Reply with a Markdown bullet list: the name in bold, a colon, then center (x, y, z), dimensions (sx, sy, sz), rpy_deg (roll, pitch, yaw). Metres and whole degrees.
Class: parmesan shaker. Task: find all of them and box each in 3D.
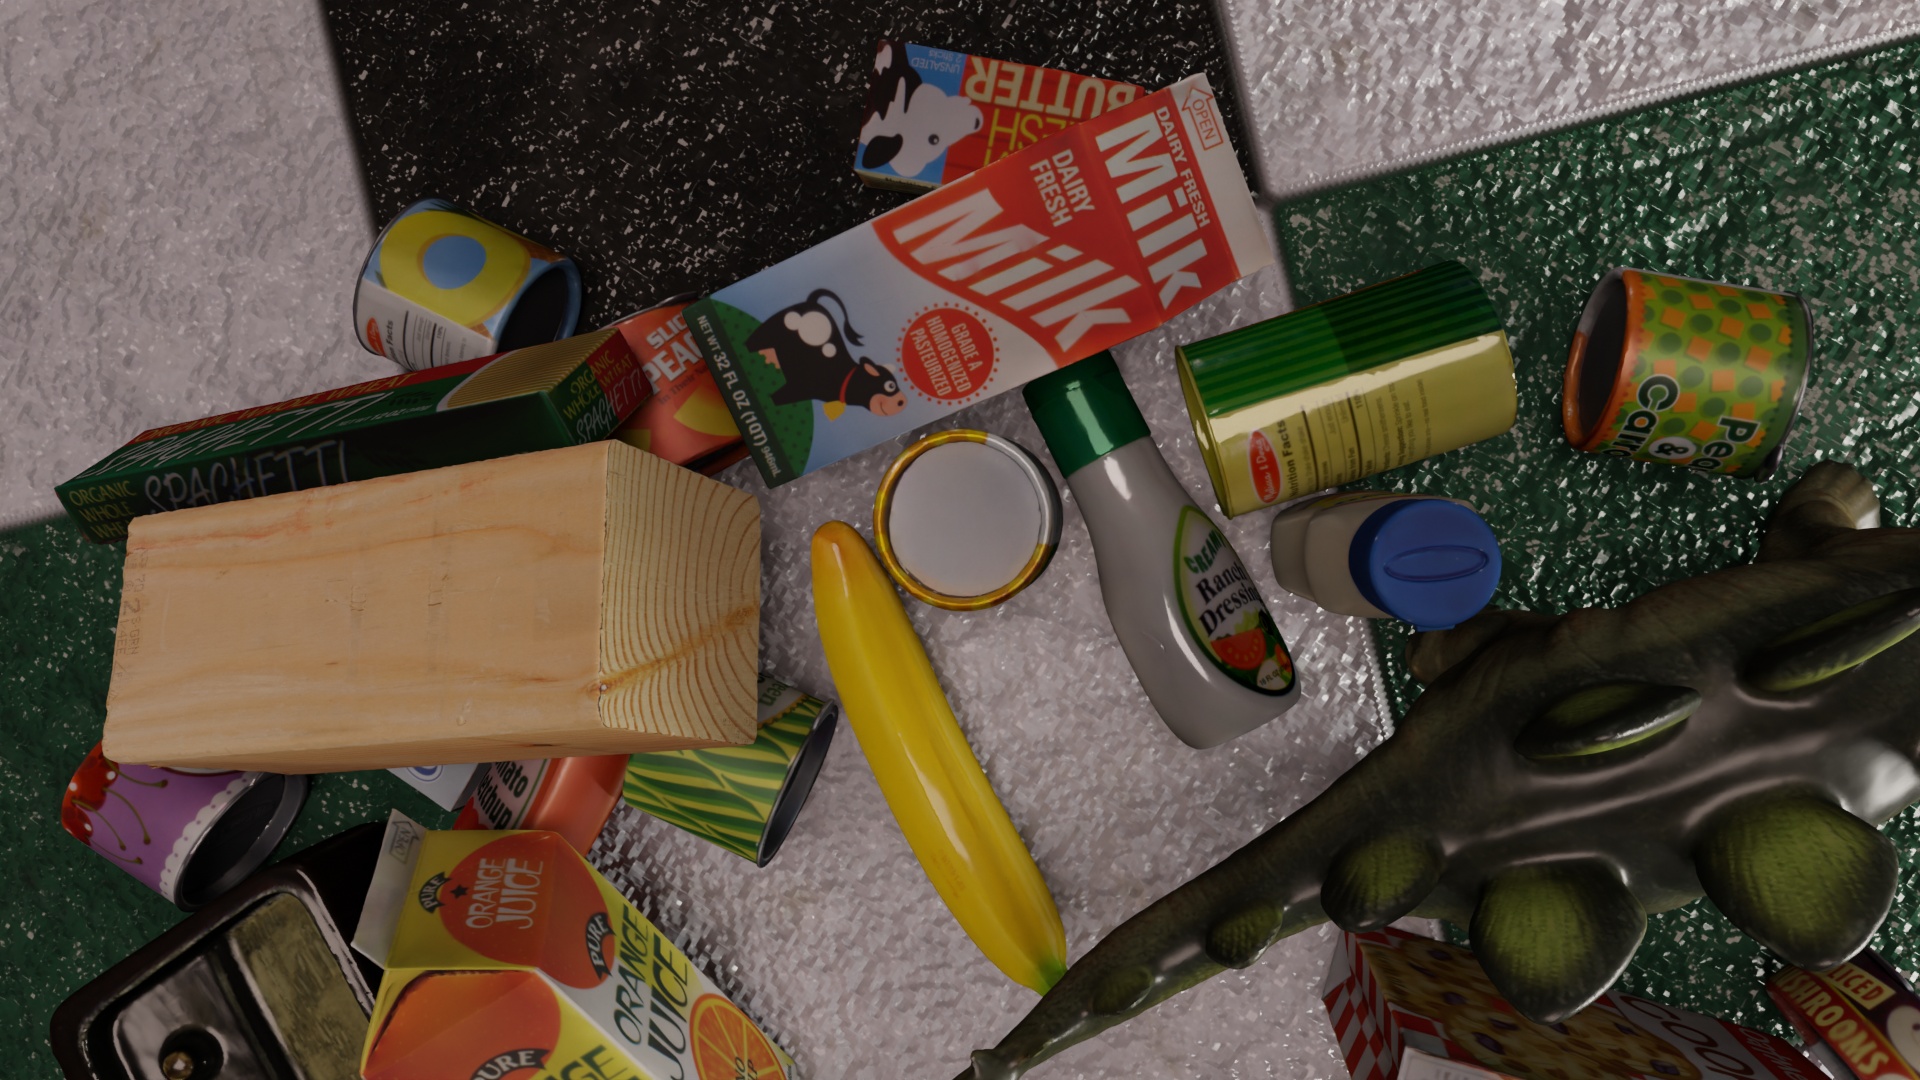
- **parmesan shaker**: center (0.137, -0.052, 0.500), dimensions (0.103, 0.071, 0.071), rpy_deg (-17, 89, 6)

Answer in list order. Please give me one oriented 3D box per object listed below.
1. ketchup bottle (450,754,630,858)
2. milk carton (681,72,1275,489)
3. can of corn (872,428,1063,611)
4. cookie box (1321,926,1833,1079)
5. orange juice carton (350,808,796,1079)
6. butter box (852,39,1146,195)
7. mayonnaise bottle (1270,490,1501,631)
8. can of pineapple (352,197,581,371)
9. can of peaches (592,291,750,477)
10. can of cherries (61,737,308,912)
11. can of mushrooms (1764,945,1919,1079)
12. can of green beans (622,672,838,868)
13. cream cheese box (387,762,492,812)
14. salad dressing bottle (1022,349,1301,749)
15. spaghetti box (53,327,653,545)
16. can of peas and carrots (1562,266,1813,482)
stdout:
- **ketchup bottle**: center (-0.143, 0.070, 0.537), dimensions (0.043, 0.065, 0.148), rpy_deg (30, 91, -36)
- **milk carton**: center (0.009, -0.092, 0.491), dimensions (0.190, 0.074, 0.072), rpy_deg (-21, 102, 14)
- **can of corn**: center (0.002, -0.006, 0.518), dimensions (0.071, 0.058, 0.071), rpy_deg (0, 91, 7)
- **cookie box**: center (0.215, 0.185, 0.464), dimensions (0.167, 0.123, 0.040), rpy_deg (14, 94, 6)
- **orange juice carton**: center (-0.140, 0.177, 0.491), dimensions (0.073, 0.072, 0.192), rpy_deg (-33, 116, 6)
- **butter box**: center (0.015, -0.155, 0.531), dimensions (0.103, 0.024, 0.053), rpy_deg (12, 93, 7)
- **mayonnaise bottle**: center (0.140, 0.004, 0.457), dimensions (0.065, 0.148, 0.041), rpy_deg (-6, 91, 7)
- **can of pineapple**: center (-0.187, -0.092, 0.535), dimensions (0.058, 0.071, 0.071), rpy_deg (25, 94, 5)
- **can of peaches**: center (-0.110, -0.052, 0.525), dimensions (0.071, 0.071, 0.058), rpy_deg (-26, 89, 7)
- **can of cherries**: center (-0.306, 0.101, 0.552), dimensions (0.058, 0.071, 0.071), rpy_deg (31, 95, 6)
- **can of mushrooms**: center (0.315, 0.171, 0.480), dimensions (0.033, 0.071, 0.071), rpy_deg (-38, 87, 8)
- **can of green beans**: center (-0.086, 0.081, 0.526), dimensions (0.058, 0.071, 0.071), rpy_deg (24, 94, 6)
- **cream cheese box**: center (-0.196, 0.051, 0.560), dimensions (0.053, 0.024, 0.103), rpy_deg (31, 94, 7)
- **salad dressing bottle**: center (0.071, 0.002, 0.510), dimensions (0.044, 0.064, 0.147), rpy_deg (-31, 84, 42)
- **spaghetti box**: center (-0.231, -0.035, 0.512), dimensions (0.250, 0.050, 0.028), rpy_deg (-7, 120, 24)
- **can of peas and carrots**: center (0.250, -0.056, 0.483), dimensions (0.059, 0.071, 0.071), rpy_deg (11, 93, 7)
